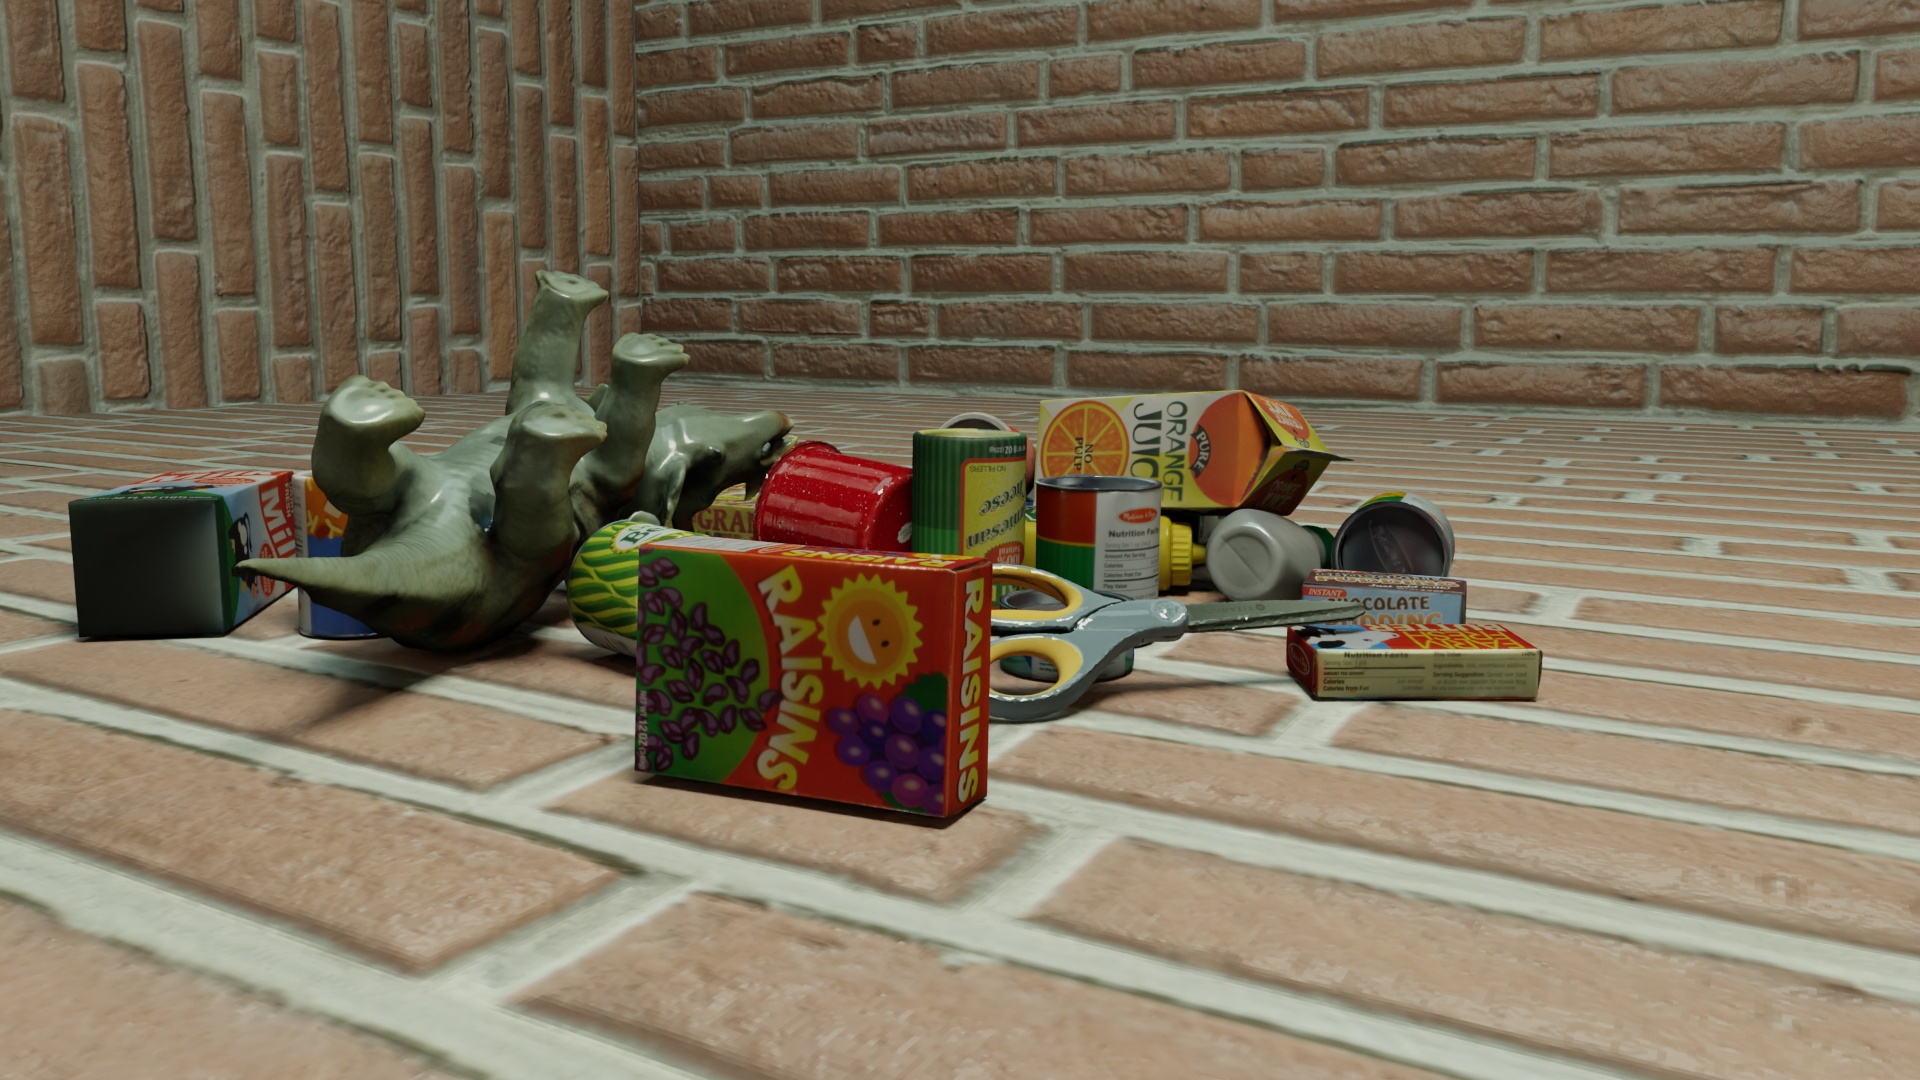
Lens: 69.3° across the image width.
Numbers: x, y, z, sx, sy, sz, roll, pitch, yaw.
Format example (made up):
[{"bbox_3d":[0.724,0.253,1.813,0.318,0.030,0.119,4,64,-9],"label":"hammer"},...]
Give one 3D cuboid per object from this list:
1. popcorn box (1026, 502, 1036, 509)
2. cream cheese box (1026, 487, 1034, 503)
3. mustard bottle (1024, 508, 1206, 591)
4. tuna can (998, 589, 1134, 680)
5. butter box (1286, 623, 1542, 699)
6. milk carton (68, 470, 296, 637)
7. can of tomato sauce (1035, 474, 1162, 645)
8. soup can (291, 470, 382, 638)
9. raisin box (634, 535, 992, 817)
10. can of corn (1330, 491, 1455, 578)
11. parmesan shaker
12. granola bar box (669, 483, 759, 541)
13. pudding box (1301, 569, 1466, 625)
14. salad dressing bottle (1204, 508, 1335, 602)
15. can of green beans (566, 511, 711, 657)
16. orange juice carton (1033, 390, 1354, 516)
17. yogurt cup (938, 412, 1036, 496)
[{"bbox_3d":[0.003,-0.002,0.949,0.127,0.038,0.085,-1,8,-9],"label":"popcorn box"},{"bbox_3d":[0.039,-0.030,1.030,0.053,0.024,0.104,-12,-18,29],"label":"cream cheese box"},{"bbox_3d":[0.093,0.006,0.862,0.160,0.048,0.065,2,11,8],"label":"mustard bottle"},{"bbox_3d":[0.051,0.044,0.673,0.071,0.032,0.071,1,9,0],"label":"tuna can"},{"bbox_3d":[0.207,0.055,0.640,0.103,0.024,0.053,0,9,-1],"label":"butter box"},{"bbox_3d":[-0.434,0.000,0.801,0.072,0.073,0.191,-2,9,-12],"label":"milk carton"},{"bbox_3d":[0.071,0.009,0.733,0.071,0.083,0.071,0,8,0],"label":"can of tomato sauce"},{"bbox_3d":[-0.317,0.005,0.744,0.071,0.083,0.071,1,8,0],"label":"soup can"},{"bbox_3d":[-0.052,0.046,0.491,0.123,0.086,0.040,4,4,22],"label":"raisin box"},{"bbox_3d":[0.254,0.007,0.819,0.071,0.071,0.058,4,9,22],"label":"can of corn"},{"bbox_3d":[0.003,-0.010,0.788,0.071,0.103,0.071,0,9,0],"label":"parmesan shaker"},{"bbox_3d":[-0.139,-0.015,1.018,0.165,0.039,0.124,5,11,27],"label":"granola bar box"},{"bbox_3d":[0.228,0.036,0.745,0.084,0.030,0.050,4,9,21],"label":"pudding box"},{"bbox_3d":[0.193,0.010,0.835,0.064,0.044,0.148,50,23,18],"label":"salad dressing bottle"},{"bbox_3d":[-0.147,0.026,0.674,0.058,0.071,0.071,9,12,43],"label":"can of green beans"},{"bbox_3d":[0.145,-0.053,0.878,0.192,0.073,0.072,1,-3,39],"label":"orange juice carton"},{"bbox_3d":[0.018,-0.049,0.920,0.072,0.072,0.054,4,2,23],"label":"yogurt cup"}]
